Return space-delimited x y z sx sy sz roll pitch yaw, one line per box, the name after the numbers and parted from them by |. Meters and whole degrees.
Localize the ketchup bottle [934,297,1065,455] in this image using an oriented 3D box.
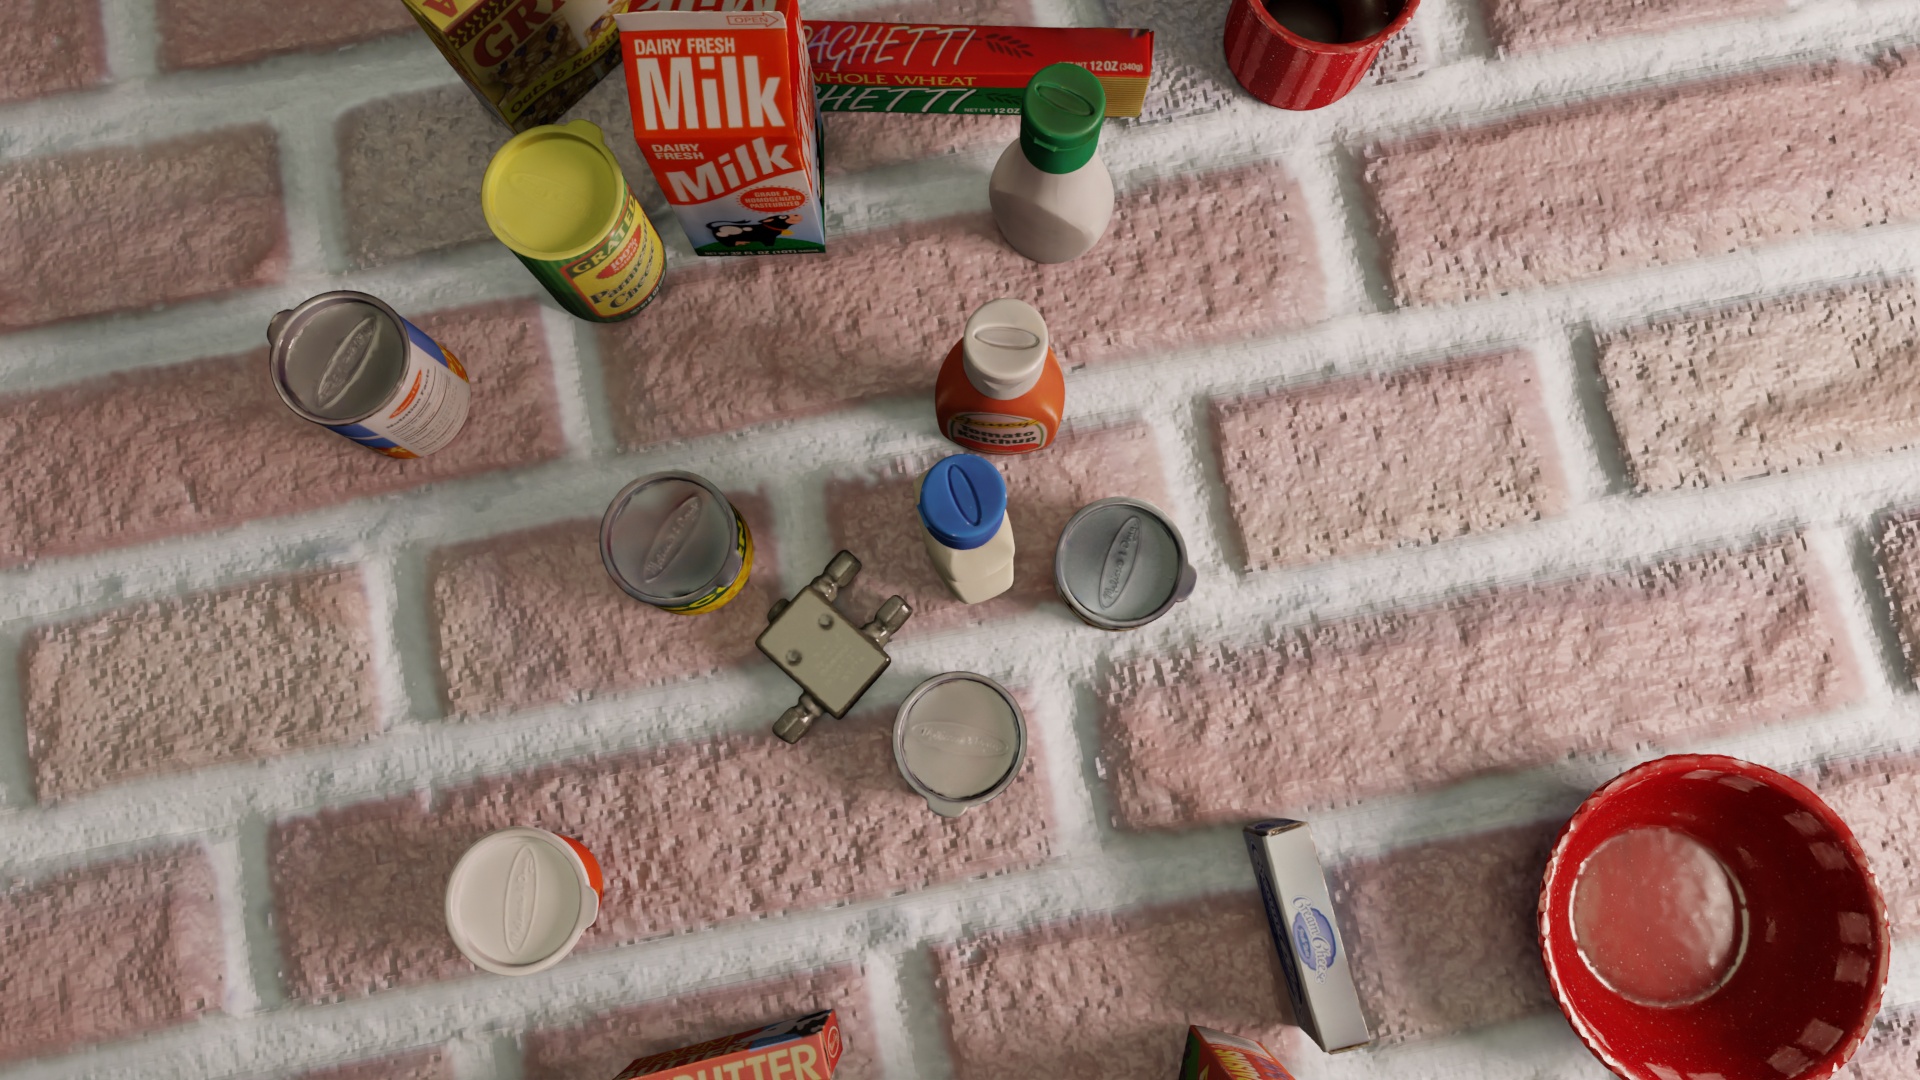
0.019 -0.076 0.657 0.065 0.148 0.043 5 82 1 | ketchup bottle

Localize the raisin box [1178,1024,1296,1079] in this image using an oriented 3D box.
0.120 0.272 0.615 0.040 0.123 0.086 14 82 2 | raisin box

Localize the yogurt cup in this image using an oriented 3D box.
-0.205 0.170 0.667 0.072 0.054 0.072 0 81 0 | yogurt cup

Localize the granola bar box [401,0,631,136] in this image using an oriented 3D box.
-0.190 -0.291 0.703 0.039 0.124 0.166 44 84 6 | granola bar box

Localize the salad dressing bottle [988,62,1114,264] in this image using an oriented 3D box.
0.046 -0.180 0.673 0.064 0.147 0.044 27 83 4 | salad dressing bottle

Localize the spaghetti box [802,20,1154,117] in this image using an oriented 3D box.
-0.026 -0.249 0.733 0.250 0.050 0.029 1 82 0 | spaghetti box

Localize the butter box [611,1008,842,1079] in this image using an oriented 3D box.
-0.109 0.250 0.655 0.103 0.053 0.024 -14 82 -2 | butter box

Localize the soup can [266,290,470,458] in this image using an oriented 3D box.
-0.293 -0.082 0.691 0.071 0.083 0.071 0 82 0 | soup can

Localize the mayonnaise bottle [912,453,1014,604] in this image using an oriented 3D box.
0.002 -0.008 0.646 0.041 0.148 0.065 -22 82 -3 | mayonnaise bottle

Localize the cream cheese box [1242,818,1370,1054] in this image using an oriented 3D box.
0.164 0.186 0.664 0.024 0.053 0.104 -14 82 -2 | cream cheese box

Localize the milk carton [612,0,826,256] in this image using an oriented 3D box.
-0.107 -0.200 0.655 0.072 0.190 0.073 -2 82 0 | milk carton

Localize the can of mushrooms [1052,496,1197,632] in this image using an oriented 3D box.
0.082 0.014 0.701 0.071 0.033 0.071 0 81 0 | can of mushrooms

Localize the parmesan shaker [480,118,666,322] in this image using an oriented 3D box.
-0.187 -0.156 0.693 0.071 0.103 0.071 0 82 0 | parmesan shaker

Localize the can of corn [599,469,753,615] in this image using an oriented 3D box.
-0.137 0.004 0.690 0.071 0.058 0.071 0 81 0 | can of corn

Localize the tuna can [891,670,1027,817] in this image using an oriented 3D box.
-0.001 0.101 0.688 0.071 0.033 0.071 0 81 0 | tuna can
